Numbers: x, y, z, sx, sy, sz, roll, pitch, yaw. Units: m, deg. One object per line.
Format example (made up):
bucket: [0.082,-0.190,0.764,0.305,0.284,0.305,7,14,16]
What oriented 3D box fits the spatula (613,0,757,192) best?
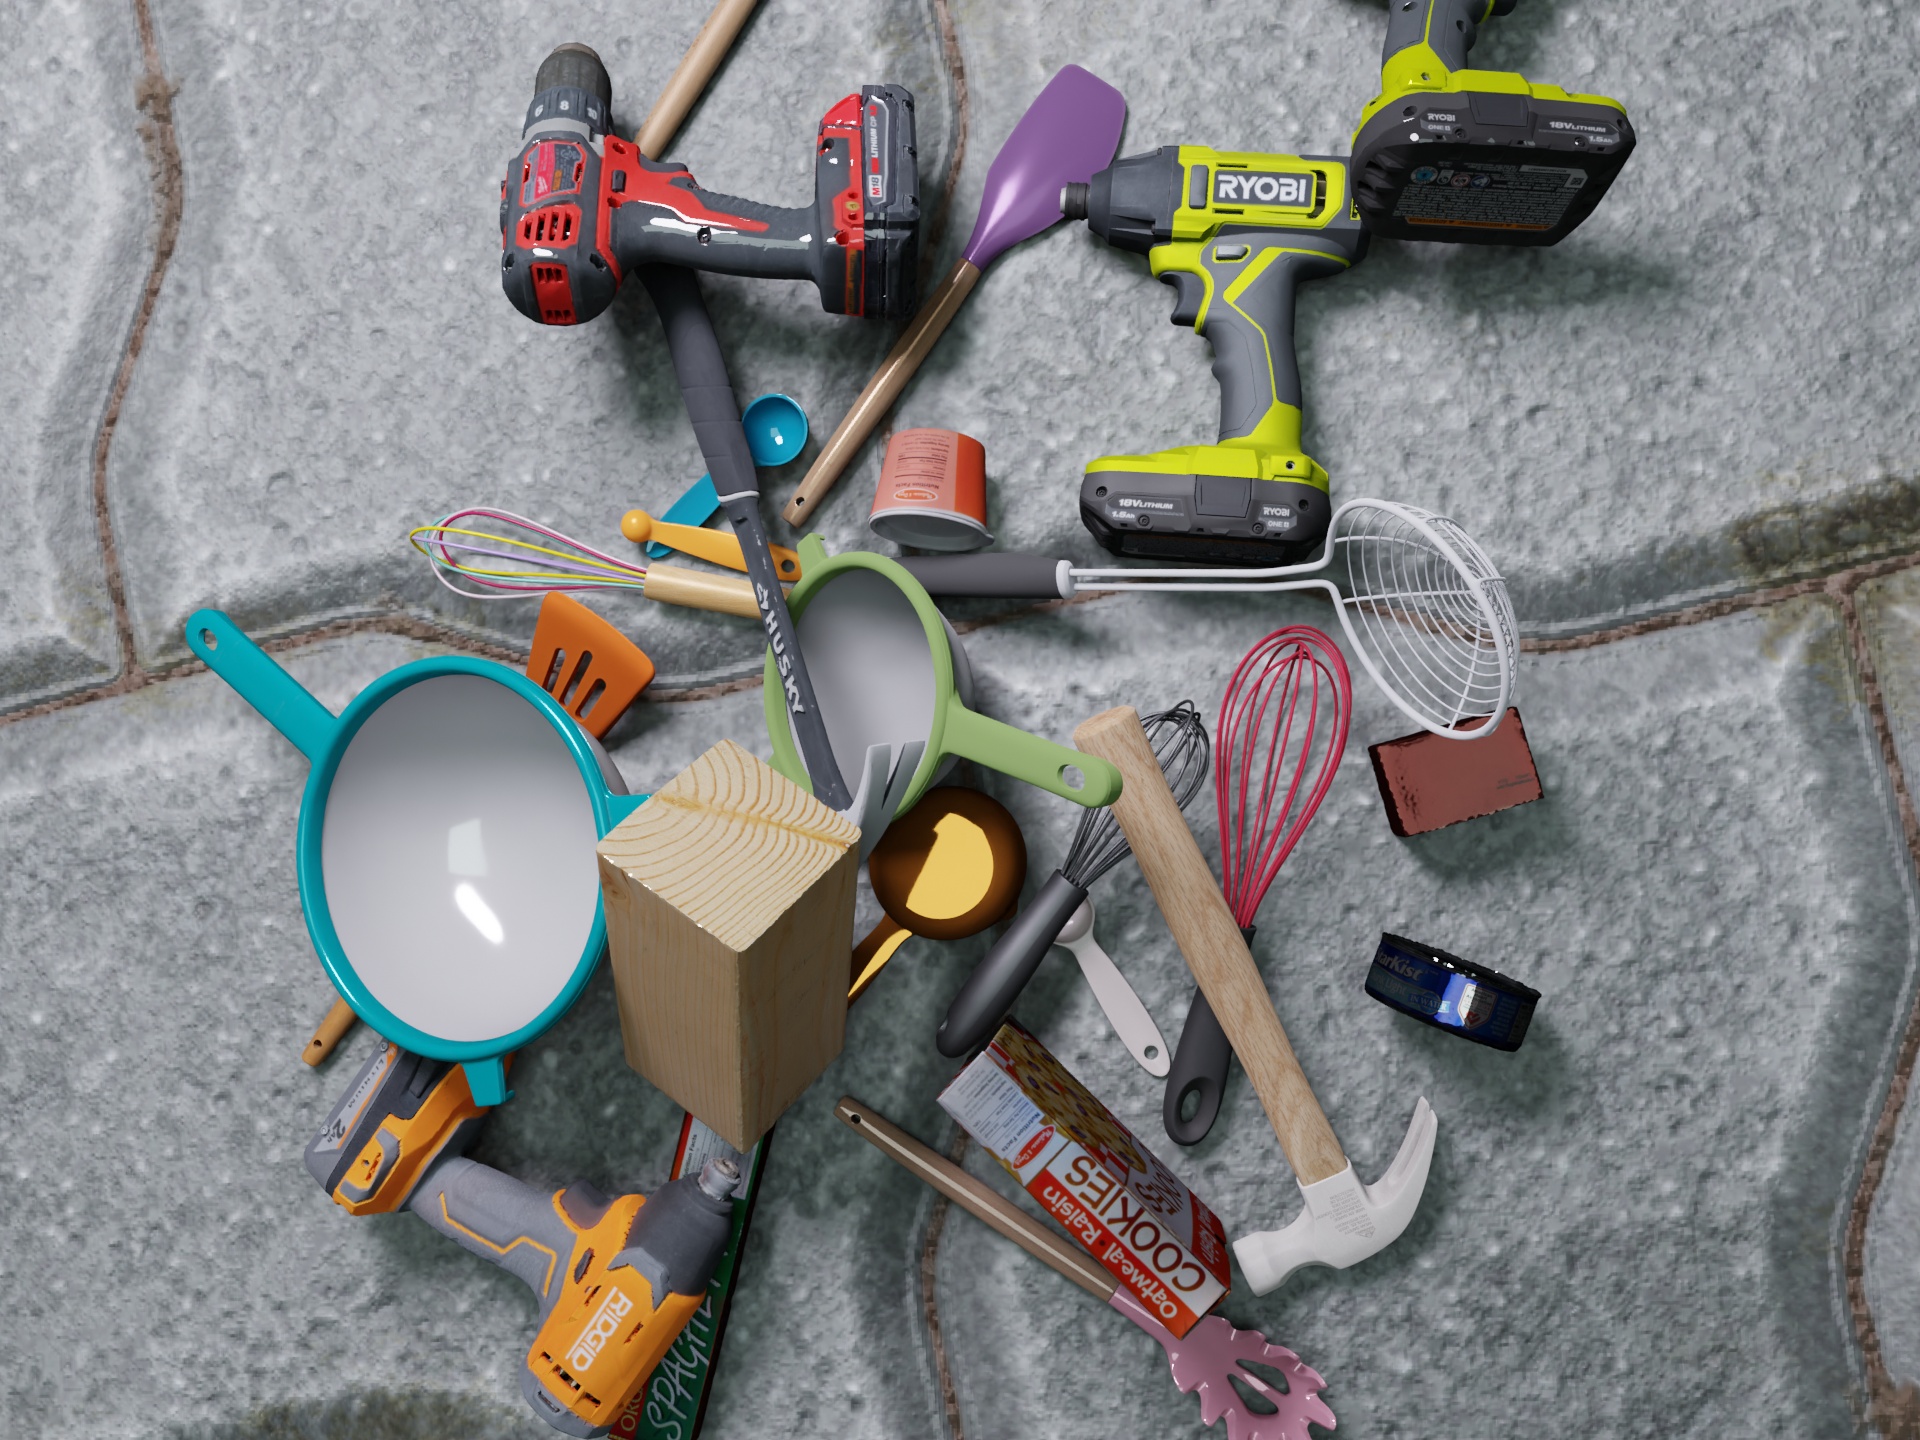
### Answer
spatula: [-0.128,-0.440,0.939,0.082,0.044,0.317,32,92,0]

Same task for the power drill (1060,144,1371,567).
power drill: [0.134,-0.204,0.881,0.171,0.080,0.223,5,84,6]

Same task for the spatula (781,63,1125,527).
spatula: [-0.007,-0.243,0.927,0.060,0.018,0.316,36,91,6]

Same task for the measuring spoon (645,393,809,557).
measuring spoon: [-0.138,-0.141,0.942,0.128,0.021,0.042,-42,82,12]

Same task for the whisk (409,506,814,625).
whisk: [-0.203,-0.085,0.935,0.245,0.051,0.047,10,130,3]

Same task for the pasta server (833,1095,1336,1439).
pasta server: [0.062,0.302,0.881,0.316,0.040,0.060,32,86,9]

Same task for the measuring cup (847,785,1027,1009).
measuring cup: [-0.035,0.112,0.894,0.095,0.052,0.173,41,90,7]

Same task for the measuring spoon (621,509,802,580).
measuring spoon: [-0.143,-0.101,0.932,0.117,0.011,0.021,15,108,1]

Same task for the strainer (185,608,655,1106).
strainer: [-0.297,0.037,0.886,0.340,0.095,0.211,36,104,21]

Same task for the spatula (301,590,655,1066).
spatula: [-0.295,0.074,0.935,0.081,0.041,0.322,37,93,6]

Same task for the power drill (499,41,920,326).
power drill: [-0.139,-0.304,0.887,0.226,0.080,0.188,-1,61,-4]

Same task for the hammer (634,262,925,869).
hammer: [-0.116,-0.109,0.870,0.036,0.149,0.409,-6,67,-33]

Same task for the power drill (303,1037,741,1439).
power drill: [-0.234,0.259,0.883,0.226,0.084,0.164,37,94,15]

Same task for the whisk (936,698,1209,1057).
whisk: [0.059,0.088,0.872,0.055,0.055,0.239,37,95,7]

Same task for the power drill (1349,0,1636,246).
power drill: [0.285,-0.371,0.846,0.190,0.080,0.229,3,69,-2]

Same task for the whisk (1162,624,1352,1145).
whisk: [0.155,0.092,0.873,0.073,0.073,0.296,13,95,7]

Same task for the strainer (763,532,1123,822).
strainer: [-0.001,-0.003,0.846,0.256,0.069,0.151,21,106,41]

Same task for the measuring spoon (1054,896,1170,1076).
measuring spoon: [0.082,0.147,0.901,0.034,0.018,0.124,-32,91,1]

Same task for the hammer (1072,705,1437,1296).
hammer: [0.148,0.143,0.840,0.130,0.031,0.331,-26,100,6]

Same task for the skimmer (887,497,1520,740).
skimmer: [0.101,-0.056,0.820,0.363,0.090,0.127,3,131,27]
